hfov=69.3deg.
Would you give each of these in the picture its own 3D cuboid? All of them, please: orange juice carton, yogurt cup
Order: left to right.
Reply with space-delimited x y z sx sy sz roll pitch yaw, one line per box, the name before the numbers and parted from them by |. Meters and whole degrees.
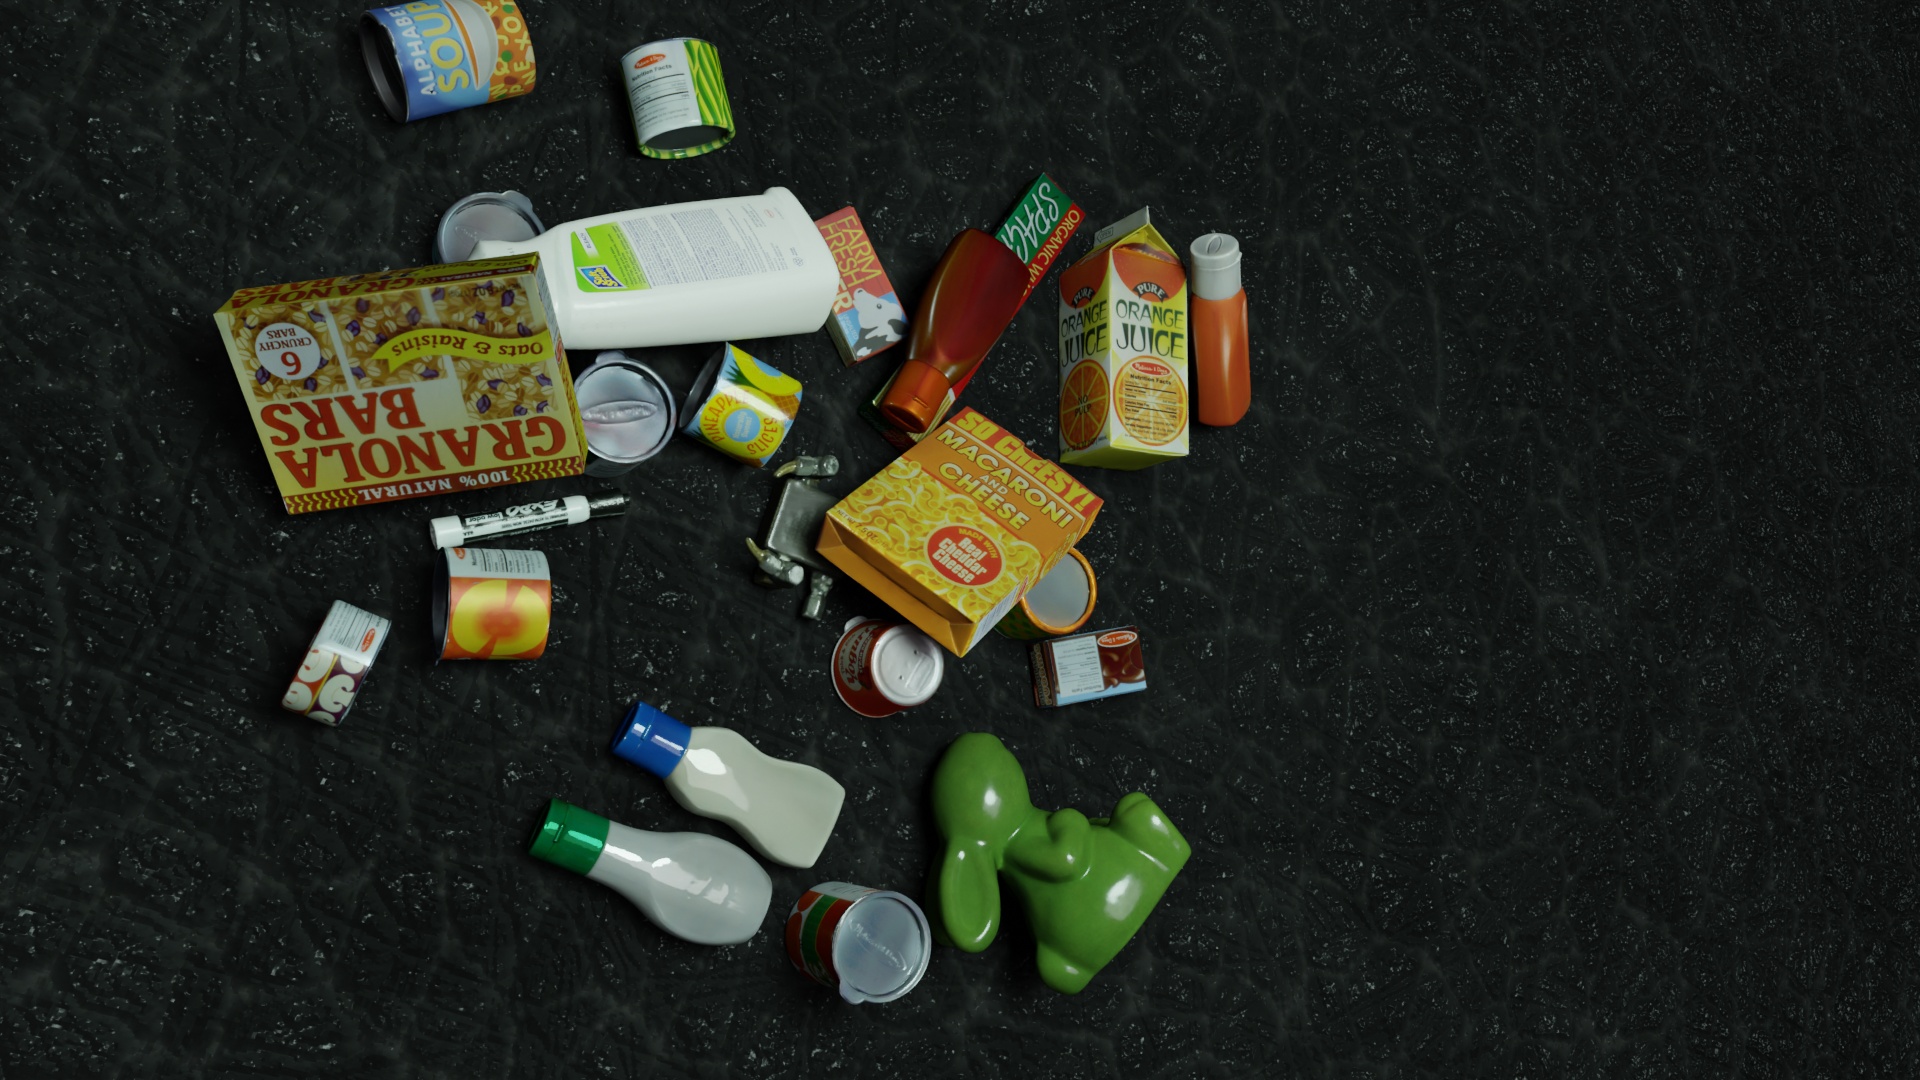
yogurt cup | -0.047 0.085 0.939 0.072 0.054 0.072 5 80 -28
orange juice carton | 0.124 -0.155 1.062 0.073 0.071 0.193 6 79 -28

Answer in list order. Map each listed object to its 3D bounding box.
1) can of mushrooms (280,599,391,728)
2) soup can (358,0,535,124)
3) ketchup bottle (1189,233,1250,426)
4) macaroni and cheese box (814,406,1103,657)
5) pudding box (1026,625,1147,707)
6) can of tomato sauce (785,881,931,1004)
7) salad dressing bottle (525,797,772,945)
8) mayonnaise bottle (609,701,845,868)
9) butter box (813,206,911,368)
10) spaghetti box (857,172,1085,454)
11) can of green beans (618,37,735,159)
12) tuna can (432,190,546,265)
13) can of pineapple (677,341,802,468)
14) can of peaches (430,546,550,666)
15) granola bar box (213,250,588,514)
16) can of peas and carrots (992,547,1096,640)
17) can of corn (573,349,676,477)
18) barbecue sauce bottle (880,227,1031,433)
can of mushrooms | -0.348 0.070 0.773 0.033 0.071 0.071 28 70 -22
soup can | -0.313 -0.299 0.850 0.084 0.071 0.071 -26 95 -29
ketchup bottle | 0.200 -0.164 1.074 0.065 0.043 0.148 -64 152 -44
macaroni and cheese box | 0.003 -0.012 0.937 0.124 0.040 0.167 36 46 14
pudding box | 0.094 0.094 1.028 0.084 0.030 0.049 -7 84 -29
can of tomato sauce | -0.067 0.255 0.882 0.071 0.083 0.071 5 80 -28
salad dressing bottle | -0.189 0.201 0.849 0.147 0.044 0.064 28 71 -21
mayonnaise bottle | -0.148 0.151 0.881 0.148 0.041 0.065 32 66 -19
butter box | -0.079 -0.180 0.983 0.053 0.024 0.103 -29 96 -28
spaghetti box | 0.012 -0.173 1.029 0.050 0.028 0.251 41 65 -17
can of green beans | -0.187 -0.291 0.920 0.071 0.071 0.058 -12 89 -29
tuna can | -0.291 -0.181 0.863 0.071 0.032 0.071 5 79 -28
can of pineapple | -0.144 -0.087 0.907 0.058 0.071 0.071 28 70 -22
can of peaches | -0.277 0.040 0.817 0.058 0.071 0.071 2 81 -29
granola bar box | -0.303 -0.087 0.771 0.166 0.039 0.123 -8 120 -4
can of peas and carrots | 0.058 0.039 1.001 0.071 0.058 0.071 5 80 -27
can of corn | -0.219 -0.078 0.871 0.071 0.058 0.071 5 80 -28
barbecue sauce bottle | -0.007 -0.144 0.971 0.065 0.043 0.149 35 68 -19
